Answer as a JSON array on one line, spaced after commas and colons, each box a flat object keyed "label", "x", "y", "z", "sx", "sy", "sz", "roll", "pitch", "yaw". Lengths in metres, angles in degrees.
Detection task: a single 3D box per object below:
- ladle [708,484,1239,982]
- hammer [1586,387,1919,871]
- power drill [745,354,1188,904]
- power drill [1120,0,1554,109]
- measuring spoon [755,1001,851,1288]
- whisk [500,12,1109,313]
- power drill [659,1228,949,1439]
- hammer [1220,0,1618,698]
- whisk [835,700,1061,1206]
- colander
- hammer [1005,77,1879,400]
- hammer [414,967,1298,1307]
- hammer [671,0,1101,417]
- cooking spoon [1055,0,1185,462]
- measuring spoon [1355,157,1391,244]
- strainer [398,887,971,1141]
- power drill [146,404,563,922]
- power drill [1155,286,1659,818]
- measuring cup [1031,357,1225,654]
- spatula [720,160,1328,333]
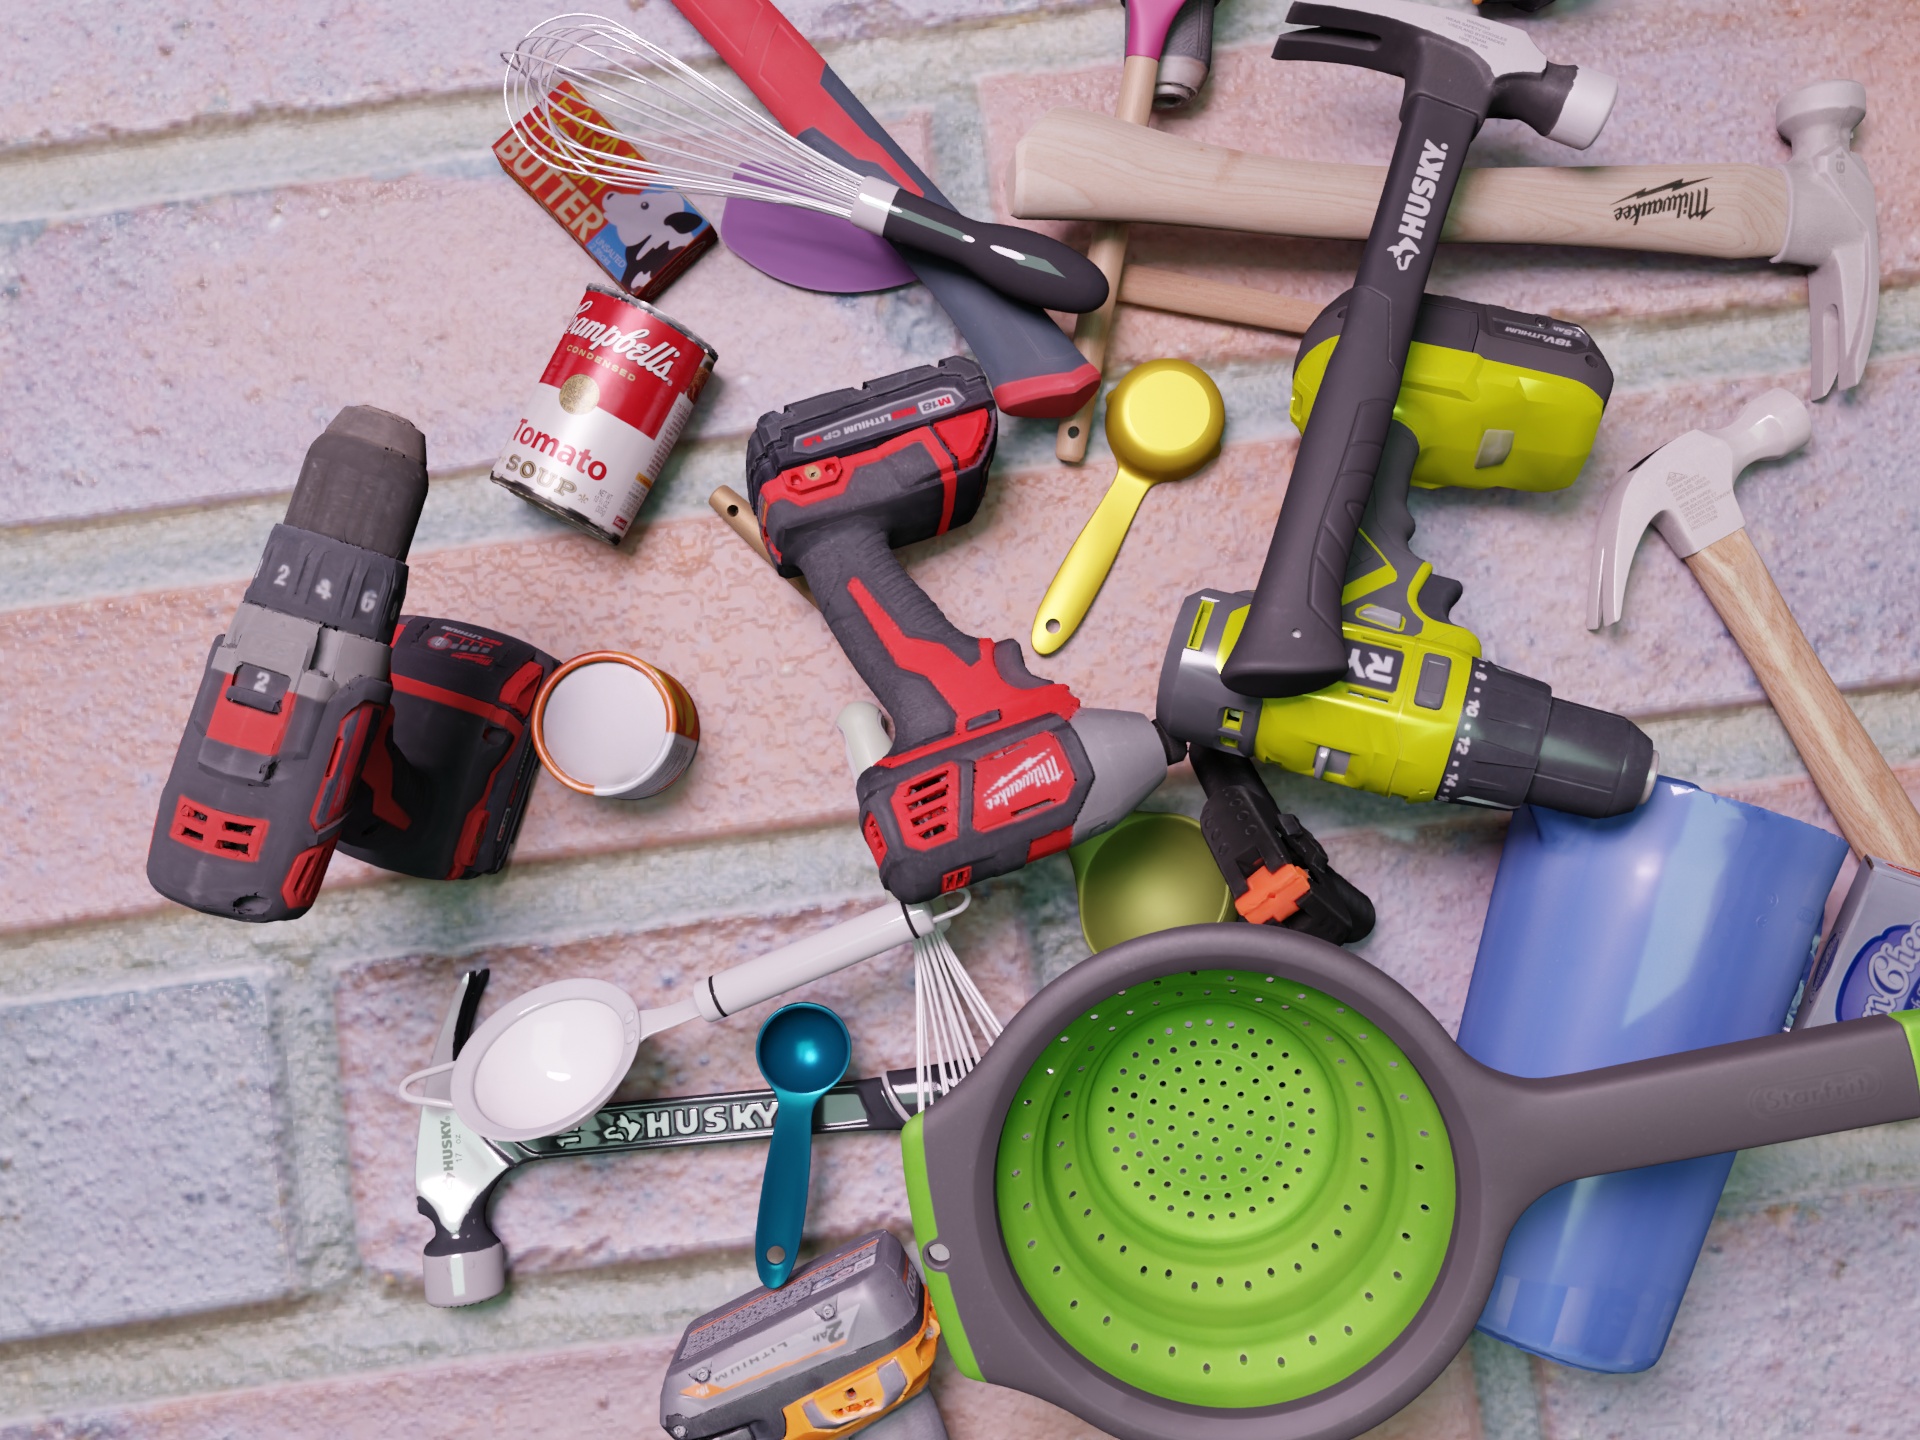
[{"label": "ladle", "x": -0.001, "y": -0.002, "z": 0.734, "sx": 0.320, "sy": 0.062, "sz": 0.078, "roll": 42, "pitch": 96, "yaw": 6}, {"label": "hammer", "x": 0.406, "y": 0.017, "z": 0.737, "sx": 0.130, "sy": 0.031, "sz": 0.331, "roll": -28, "pitch": 86, "yaw": -2}, {"label": "power drill", "x": 0.000, "y": -0.041, "z": 0.694, "sx": 0.143, "sy": 0.078, "sz": 0.220, "roll": -19, "pitch": 72, "yaw": -11}, {"label": "power drill", "x": 0.181, "y": -0.383, "z": 0.751, "sx": 0.226, "sy": 0.084, "sz": 0.185, "roll": 3, "pitch": 90, "yaw": 5}, {"label": "measuring spoon", "x": -0.076, "y": 0.187, "z": 0.707, "sx": 0.042, "sy": 0.021, "sz": 0.128, "roll": 8, "pitch": 92, "yaw": -6}, {"label": "whisk", "x": -0.067, "y": -0.238, "z": 0.701, "sx": 0.284, "sy": 0.070, "sz": 0.070, "roll": 21, "pitch": 86, "yaw": -2}, {"label": "power drill", "x": -0.044, "y": 0.361, "z": 0.694, "sx": 0.164, "sy": 0.084, "sz": 0.226, "roll": -26, "pitch": 89, "yaw": -1}, {"label": "hammer", "x": 0.164, "y": -0.159, "z": 0.647, "sx": 0.146, "sy": 0.035, "sz": 0.335, "roll": 20, "pitch": 70, "yaw": 1}, {"label": "whisk", "x": -0.014, "y": 0.101, "z": 0.706, "sx": 0.059, "sy": 0.057, "sz": 0.247, "roll": -19, "pitch": 68, "yaw": -1}, {"label": "colander", "x": 0.181, "y": 0.155, "z": 0.619, "sx": 0.397, "sy": 0.094, "sz": 0.204, "roll": -13, "pitch": 93, "yaw": 7}, {"label": "hammer", "x": 0.225, "y": -0.227, "z": 0.729, "sx": 0.410, "sy": 0.038, "sz": 0.146, "roll": 0, "pitch": 86, "yaw": -8}, {"label": "hammer", "x": -0.047, "y": 0.171, "z": 0.731, "sx": 0.409, "sy": 0.036, "sz": 0.149, "roll": -6, "pitch": 84, "yaw": 0}, {"label": "hammer", "x": -0.058, "y": -0.302, "z": 0.755, "sx": 0.143, "sy": 0.038, "sz": 0.386, "roll": -40, "pitch": 83, "yaw": -5}, {"label": "cooking spoon", "x": 0.079, "y": -0.279, "z": 0.736, "sx": 0.068, "sy": 0.017, "sz": 0.319, "roll": 10, "pitch": 100, "yaw": -4}, {"label": "measuring spoon", "x": 0.208, "y": -0.212, "z": 0.765, "sx": 0.034, "sy": 0.018, "sz": 0.124, "roll": -8, "pitch": 86, "yaw": 0}, {"label": "strainer", "x": -0.114, "y": 0.126, "z": 0.686, "sx": 0.258, "sy": 0.087, "sz": 0.050, "roll": -23, "pitch": 128, "yaw": 4}, {"label": "power drill", "x": -0.234, "y": -0.016, "z": 0.651, "sx": 0.080, "sy": 0.226, "sz": 0.188, "roll": 16, "pitch": 86, "yaw": 2}, {"label": "power drill", "x": 0.202, "y": -0.068, "z": 0.672, "sx": 0.190, "sy": 0.080, "sz": 0.229, "roll": 15, "pitch": 61, "yaw": 13}, {"label": "measuring cup", "x": 0.074, "y": -0.101, "z": 0.752, "sx": 0.062, "sy": 0.029, "sz": 0.156, "roll": 28, "pitch": 85, "yaw": 3}, {"label": "spatula", "x": 0.039, "y": -0.217, "z": 0.768, "sx": 0.316, "sy": 0.018, "sz": 0.060, "roll": 11, "pitch": 85, "yaw": 3}]
